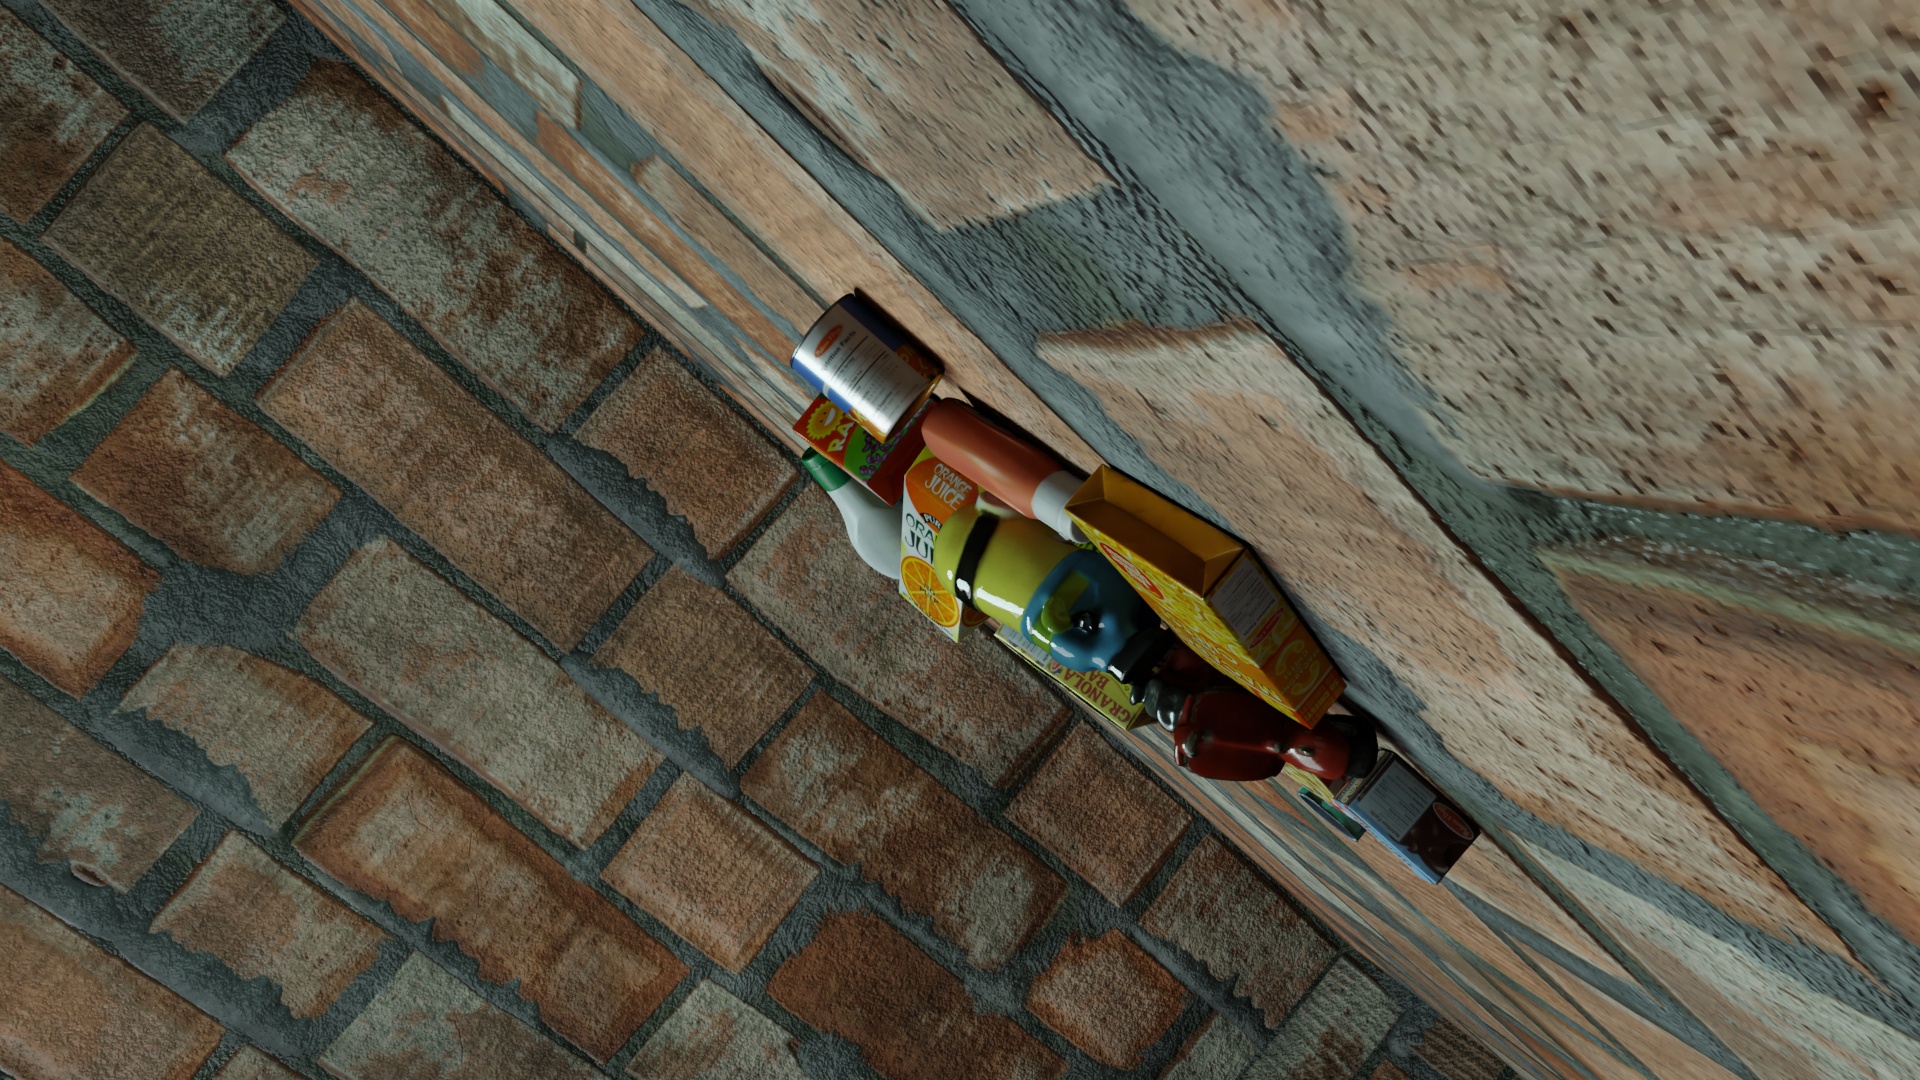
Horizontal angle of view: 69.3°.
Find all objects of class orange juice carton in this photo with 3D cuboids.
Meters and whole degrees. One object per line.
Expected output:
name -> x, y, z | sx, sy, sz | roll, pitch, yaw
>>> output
orange juice carton -> 0.004, -0.014, 1.090 | 0.072, 0.073, 0.191 | 39, 147, 25

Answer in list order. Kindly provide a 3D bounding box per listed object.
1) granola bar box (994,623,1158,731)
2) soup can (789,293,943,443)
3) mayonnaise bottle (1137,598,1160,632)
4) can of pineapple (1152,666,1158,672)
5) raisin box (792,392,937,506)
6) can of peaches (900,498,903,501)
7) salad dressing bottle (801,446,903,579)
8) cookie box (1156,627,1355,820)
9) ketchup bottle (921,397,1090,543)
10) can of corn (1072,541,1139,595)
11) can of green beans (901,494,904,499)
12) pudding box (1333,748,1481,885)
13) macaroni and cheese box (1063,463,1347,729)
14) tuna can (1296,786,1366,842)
granola bar box -> 0.104, 0.098, 1.102 | 0.124, 0.039, 0.165 | 36, -175, 16
soup can -> -0.063, -0.117, 0.949 | 0.084, 0.071, 0.071 | 40, 175, 2
mayonnaise bottle -> 0.124, 0.055, 1.192 | 0.064, 0.041, 0.148 | 44, 175, -19
can of pineapple -> 0.166, 0.118, 1.293 | 0.071, 0.071, 0.057 | 36, 173, 42
raisin box -> -0.069, -0.091, 1.107 | 0.123, 0.086, 0.040 | 36, 177, 46
can of peaches -> -0.035, -0.048, 1.386 | 0.071, 0.071, 0.058 | 38, 174, 31
salad dressing bottle -> -0.087, -0.031, 1.268 | 0.147, 0.064, 0.044 | 52, -175, -25
cookie box -> 0.237, 0.138, 1.081 | 0.122, 0.040, 0.168 | 44, 173, -34
ketchup bottle -> 0.038, -0.045, 0.933 | 0.149, 0.043, 0.064 | 36, 179, 42
can of corn -> 0.100, 0.031, 1.063 | 0.071, 0.058, 0.071 | 40, 175, 5
can of green beans -> -0.029, -0.058, 1.269 | 0.071, 0.058, 0.071 | 40, 175, 4
pudding box -> 0.302, 0.187, 0.940 | 0.083, 0.050, 0.030 | 41, 176, -2
macaroni and cheese box -> 0.147, 0.035, 0.829 | 0.124, 0.040, 0.166 | 37, 174, 47
tuna can -> 0.330, 0.229, 1.217 | 0.071, 0.033, 0.071 | 40, 175, 4
